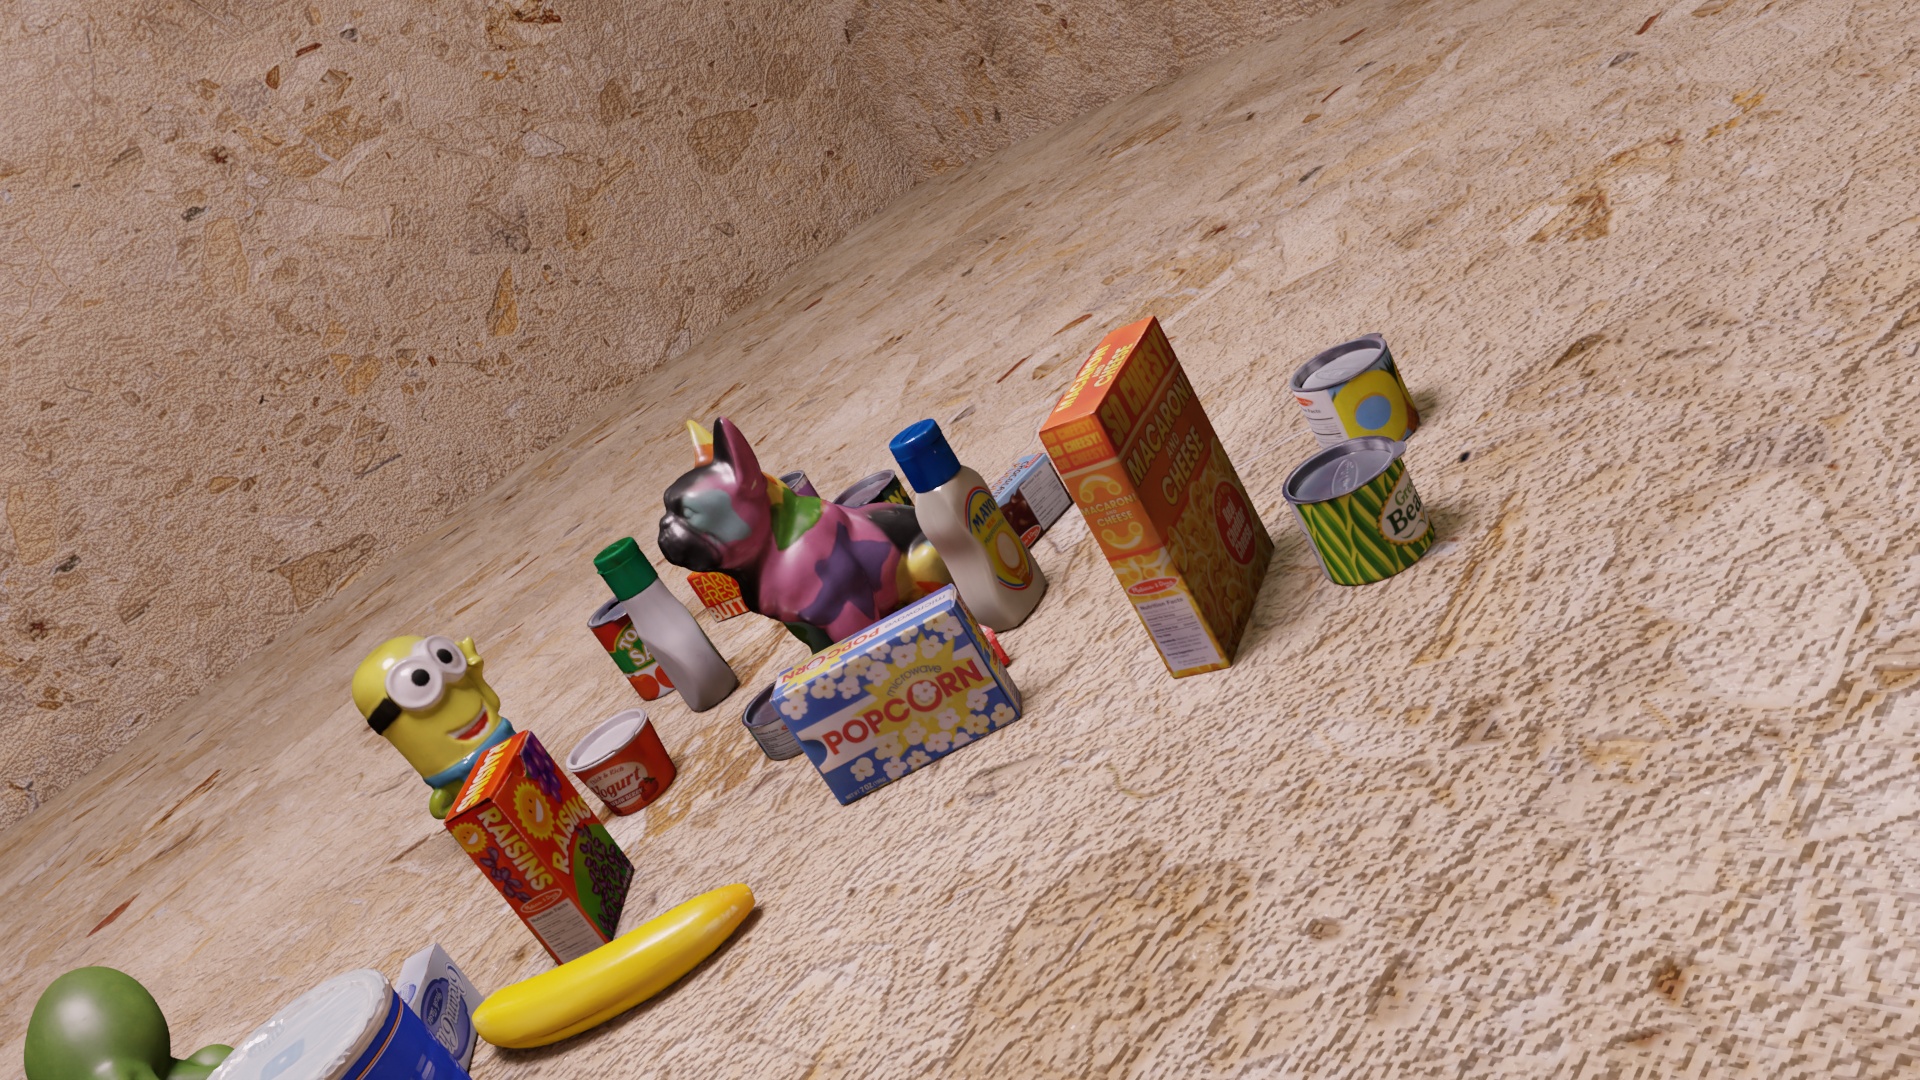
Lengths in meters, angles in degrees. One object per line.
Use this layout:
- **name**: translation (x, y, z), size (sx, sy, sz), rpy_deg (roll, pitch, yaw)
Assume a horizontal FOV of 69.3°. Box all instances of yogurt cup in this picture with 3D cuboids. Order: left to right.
- **yogurt cup**: translation (-0.246, 0.164, 1.018), size (0.072, 0.054, 0.073), rpy_deg (-27, 19, 11)

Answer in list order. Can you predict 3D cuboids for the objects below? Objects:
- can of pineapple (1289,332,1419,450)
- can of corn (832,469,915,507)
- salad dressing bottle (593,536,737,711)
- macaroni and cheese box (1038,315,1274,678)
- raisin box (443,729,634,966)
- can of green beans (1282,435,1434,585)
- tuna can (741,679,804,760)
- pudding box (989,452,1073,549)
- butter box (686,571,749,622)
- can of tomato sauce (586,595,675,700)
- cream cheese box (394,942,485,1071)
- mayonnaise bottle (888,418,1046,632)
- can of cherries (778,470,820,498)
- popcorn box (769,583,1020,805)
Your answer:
- **can of pineapple**: translation (0.257, -0.092, 0.901), size (0.071, 0.057, 0.071), rpy_deg (-27, 19, 11)
- **can of corn**: translation (-0.070, -0.019, 1.203), size (0.071, 0.058, 0.071), rpy_deg (-27, 19, 11)
- **salad dressing bottle**: translation (-0.234, 0.066, 1.100), size (0.044, 0.147, 0.064), rpy_deg (-39, 21, -23)
- **macaroni and cheese box**: translation (0.114, -0.026, 0.784), size (0.040, 0.166, 0.124), rpy_deg (-18, 23, 34)
- **raisin box**: translation (-0.259, 0.191, 0.866), size (0.040, 0.123, 0.086), rpy_deg (-28, 19, 9)
- **can of green beans**: translation (0.221, -0.017, 0.770), size (0.071, 0.057, 0.071), rpy_deg (-27, 19, 11)
- **tuna can**: translation (-0.116, 0.119, 0.969), size (0.071, 0.032, 0.071), rpy_deg (-27, 20, 11)
- **pudding box**: translation (0.044, -0.025, 1.061), size (0.030, 0.049, 0.084), rpy_deg (-8, 30, 49)
- **butter box**: translation (-0.194, 0.036, 1.258), size (0.103, 0.053, 0.024), rpy_deg (-19, 22, 30)
- **can of tomato sauce**: translation (-0.270, 0.087, 1.199), size (0.071, 0.083, 0.071), rpy_deg (-27, 19, 11)
- **cream cheese box**: translation (-0.310, 0.286, 0.812), size (0.024, 0.053, 0.104), rpy_deg (-31, 19, 0)
- **mayonnaise bottle**: translation (0.003, -0.012, 0.941), size (0.041, 0.147, 0.065), rpy_deg (-16, 24, 37)
- **can of cherries**: translation (-0.167, -0.026, 1.362), size (0.071, 0.058, 0.072), rpy_deg (-27, 19, 11)
- **popcorn box**: translation (-0.038, 0.093, 0.839), size (0.126, 0.085, 0.038), rpy_deg (-28, 19, 9)
